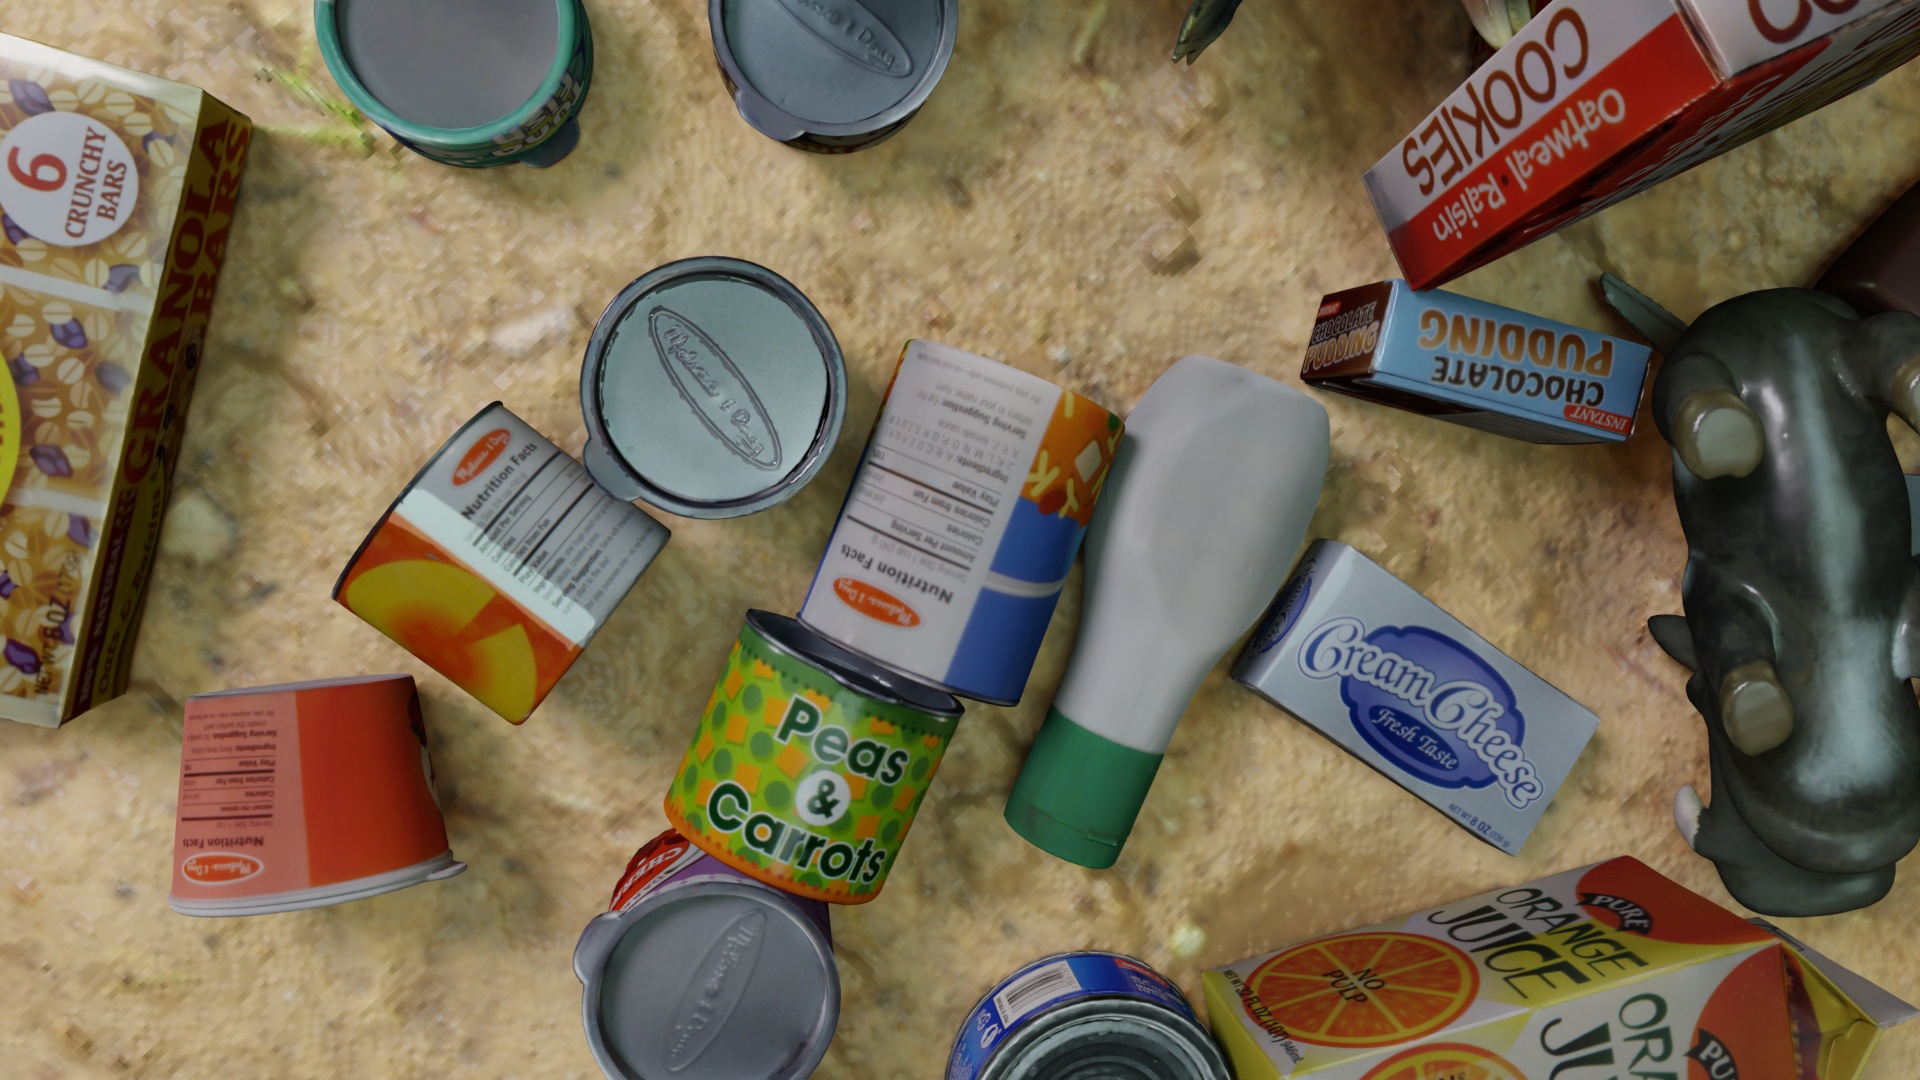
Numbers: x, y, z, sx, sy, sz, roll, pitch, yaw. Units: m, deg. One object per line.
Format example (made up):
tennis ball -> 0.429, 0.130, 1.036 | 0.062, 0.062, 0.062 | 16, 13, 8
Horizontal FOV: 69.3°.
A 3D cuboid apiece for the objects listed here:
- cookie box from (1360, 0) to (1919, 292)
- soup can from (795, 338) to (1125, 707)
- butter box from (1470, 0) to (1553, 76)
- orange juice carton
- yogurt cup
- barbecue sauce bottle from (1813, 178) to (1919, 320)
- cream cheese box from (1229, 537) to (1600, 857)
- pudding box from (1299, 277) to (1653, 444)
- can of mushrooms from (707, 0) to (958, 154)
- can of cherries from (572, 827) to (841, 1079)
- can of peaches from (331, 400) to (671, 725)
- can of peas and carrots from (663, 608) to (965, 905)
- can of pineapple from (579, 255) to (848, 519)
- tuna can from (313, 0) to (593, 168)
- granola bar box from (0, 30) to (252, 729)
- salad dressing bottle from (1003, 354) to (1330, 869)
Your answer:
cookie box -> 0.198, -0.125, 0.336 | 0.168, 0.122, 0.040 | -26, 86, -12
soup can -> 0.001, -0.005, 0.385 | 0.071, 0.071, 0.083 | 22, 91, -10
butter box -> 0.207, -0.160, 0.421 | 0.103, 0.024, 0.053 | 0, 95, -9
orange juice carton -> 0.180, 0.153, 0.421 | 0.193, 0.072, 0.073 | -13, 97, -7
yogurt cup -> -0.171, 0.064, 0.365 | 0.072, 0.072, 0.054 | -5, 88, -8
barbecue sauce bottle -> 0.342, -0.108, 0.437 | 0.148, 0.043, 0.065 | -45, 98, -3
cream cheese box -> 0.141, 0.048, 0.430 | 0.104, 0.024, 0.053 | 33, 88, -10
pudding box -> 0.150, -0.051, 0.409 | 0.084, 0.049, 0.030 | 13, 92, -9
can of mushrooms -> -0.037, -0.140, 0.382 | 0.071, 0.033, 0.071 | -1, 96, -9
can of cherries -> -0.070, 0.115, 0.387 | 0.071, 0.058, 0.071 | -1, 96, -8
can of peaches -> -0.120, 0.007, 0.368 | 0.058, 0.071, 0.071 | 38, 89, -10
can of peas and carrots -> -0.040, 0.059, 0.380 | 0.071, 0.071, 0.058 | 24, 92, -10
can of pineapple -> -0.067, -0.040, 0.373 | 0.071, 0.058, 0.071 | -1, 95, -8
tuna can -> -0.131, -0.132, 0.368 | 0.071, 0.033, 0.071 | -1, 95, -8
granola bar box -> -0.267, -0.048, 0.352 | 0.124, 0.039, 0.165 | 14, 93, -10
salad dressing bottle -> 0.057, 0.021, 0.405 | 0.064, 0.044, 0.147 | 21, 95, -29
